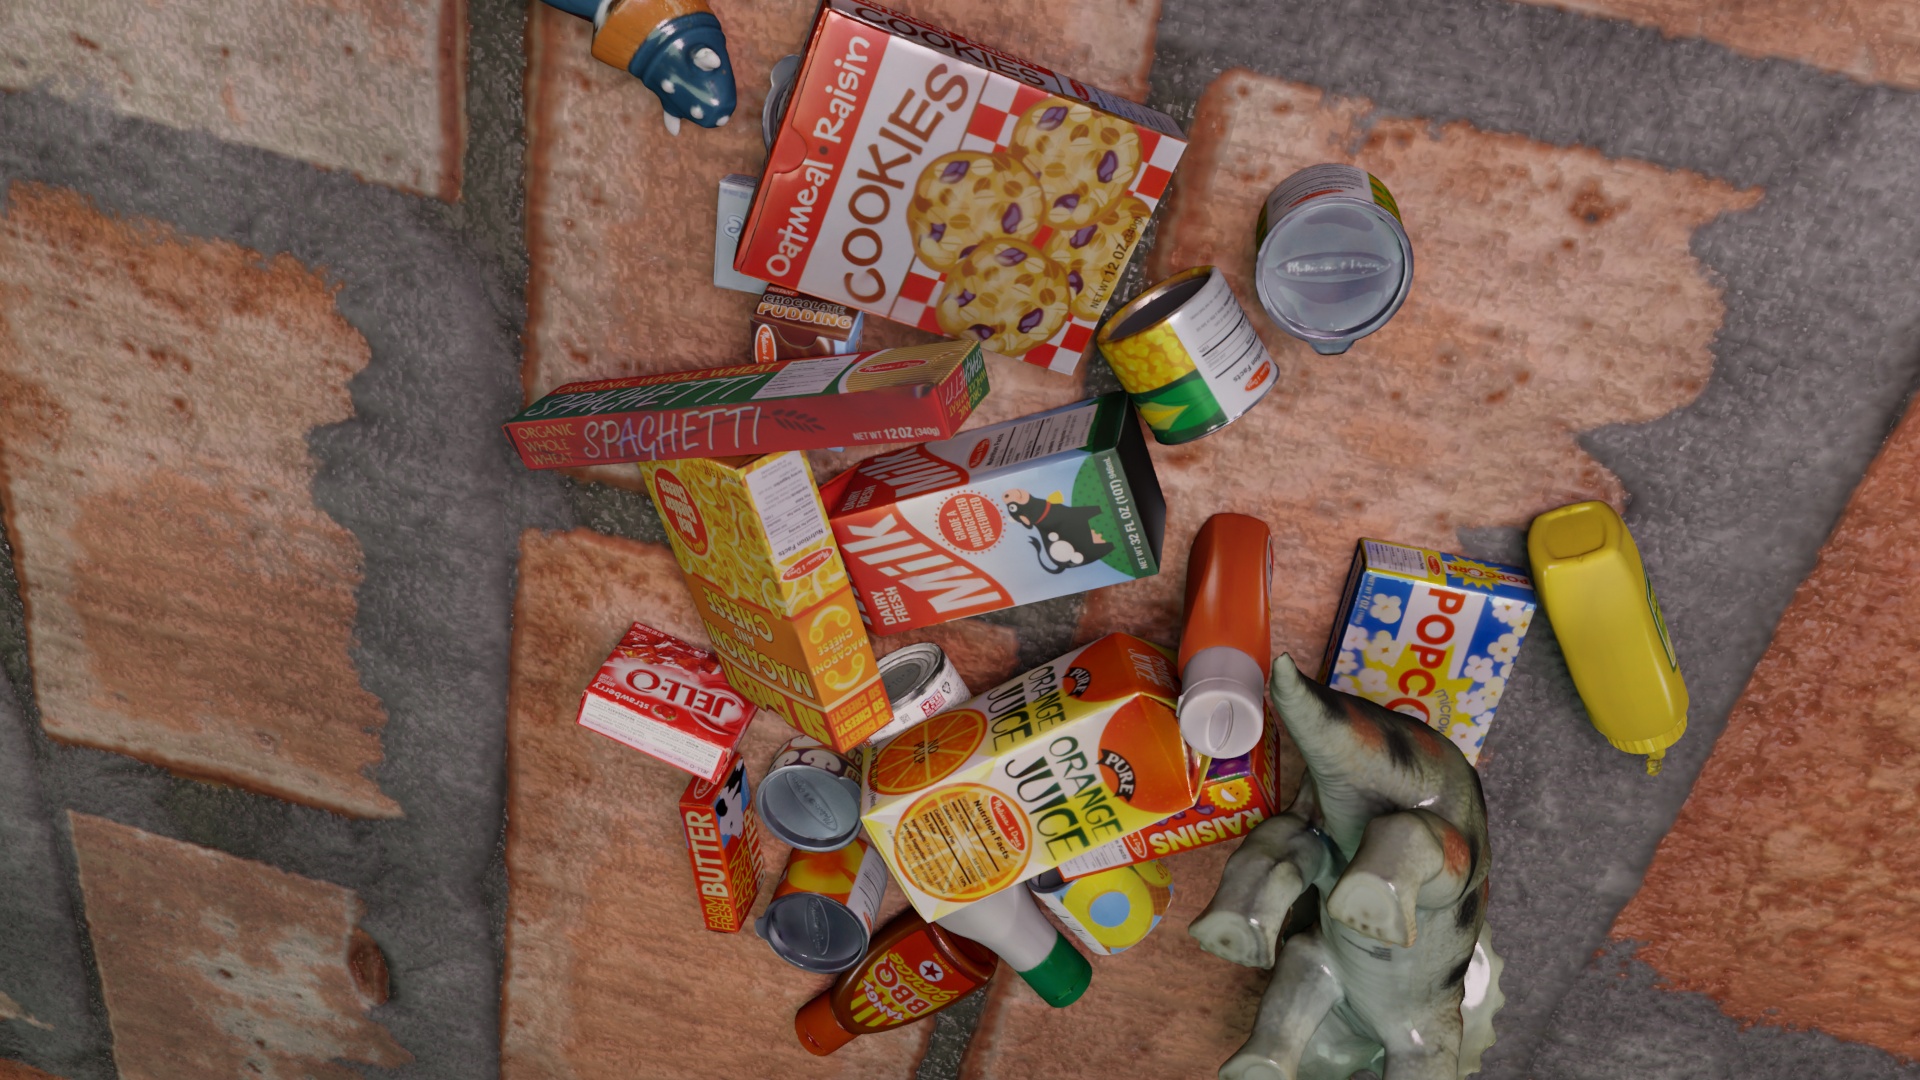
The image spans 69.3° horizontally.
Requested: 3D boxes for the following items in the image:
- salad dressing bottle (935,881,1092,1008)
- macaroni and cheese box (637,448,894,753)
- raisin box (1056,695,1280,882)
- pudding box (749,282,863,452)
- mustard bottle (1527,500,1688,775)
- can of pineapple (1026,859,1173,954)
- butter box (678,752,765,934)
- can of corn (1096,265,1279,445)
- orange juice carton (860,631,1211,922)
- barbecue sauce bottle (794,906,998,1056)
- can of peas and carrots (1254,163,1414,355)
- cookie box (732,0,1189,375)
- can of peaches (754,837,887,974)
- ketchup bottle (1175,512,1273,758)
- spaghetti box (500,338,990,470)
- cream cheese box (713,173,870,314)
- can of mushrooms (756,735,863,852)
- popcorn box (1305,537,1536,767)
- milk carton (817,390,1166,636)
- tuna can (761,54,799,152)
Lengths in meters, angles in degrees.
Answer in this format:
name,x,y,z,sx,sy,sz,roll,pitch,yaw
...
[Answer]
name,x,y,z,sx,sy,sz,roll,pitch,yaw
salad dressing bottle,0.023,0.226,0.849,0.064,0.044,0.147,-38,107,10
macaroni and cheese box,-0.105,0.018,0.725,0.124,0.040,0.165,18,132,51
raisin box,0.109,0.131,0.754,0.123,0.086,0.040,-20,108,21
pudding box,-0.076,-0.085,0.692,0.050,0.030,0.083,14,142,5
mustard bottle,0.325,0.057,0.685,0.048,0.066,0.159,-19,119,26
can of pineapple,0.083,0.196,0.808,0.071,0.071,0.058,-35,107,26
butter box,-0.146,0.186,0.856,0.024,0.053,0.103,2,119,13
can of corn,0.104,-0.086,0.649,0.071,0.071,0.058,-27,109,24
orange juice carton,0.050,0.111,0.709,0.192,0.072,0.073,-26,109,6
barbecue sauce bottle,-0.047,0.286,0.896,0.148,0.044,0.065,-39,96,27
can of peas and carrots,0.165,-0.126,0.618,0.071,0.059,0.070,5,120,9
cookie box,-0.002,-0.155,0.618,0.167,0.040,0.122,15,122,-18
can of peaches,-0.085,0.223,0.861,0.071,0.058,0.071,5,120,9
ketchup bottle,0.127,0.046,0.668,0.043,0.149,0.064,9,120,8
spaghetti box,-0.107,-0.063,0.660,0.250,0.050,0.028,-2,119,27
cream cheese box,-0.068,-0.143,0.676,0.104,0.024,0.053,11,122,6
can of mushrooms,-0.085,0.151,0.836,0.071,0.034,0.070,5,119,10
popcorn box,0.235,0.067,0.721,0.085,0.038,0.126,11,120,5
milk carton,0.003,-0.009,0.707,0.190,0.074,0.072,-13,115,18
tuna can,-0.057,-0.194,0.641,0.071,0.033,0.070,5,119,9
